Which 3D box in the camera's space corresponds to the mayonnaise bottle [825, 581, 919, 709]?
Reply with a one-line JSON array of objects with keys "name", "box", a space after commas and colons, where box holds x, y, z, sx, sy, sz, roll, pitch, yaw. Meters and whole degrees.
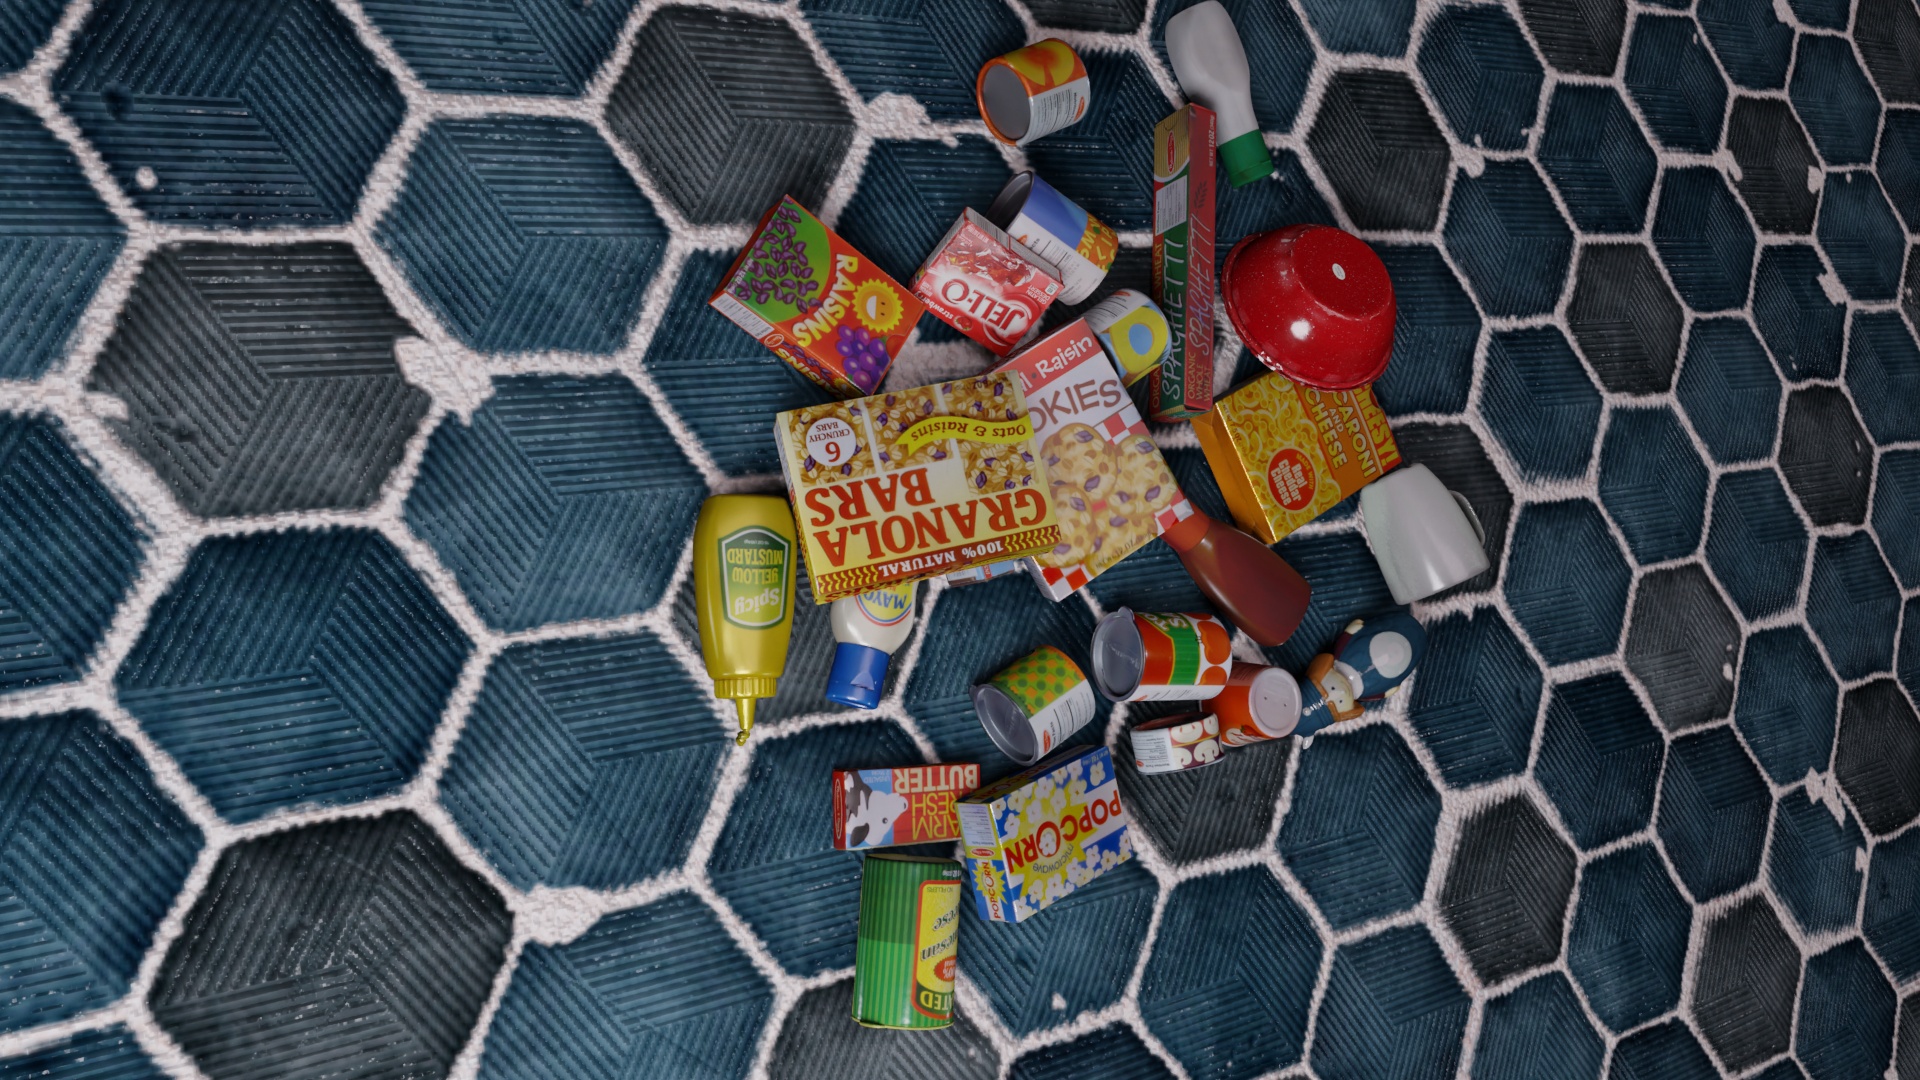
[{"name": "mayonnaise bottle", "box": [-0.056, 0.038, 0.939, 0.065, 0.041, 0.148, 18, 74, -20]}]

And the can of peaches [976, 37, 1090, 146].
[{"name": "can of peaches", "box": [0.052, -0.336, 1.039, 0.058, 0.071, 0.071, -30, 98, -28]}]

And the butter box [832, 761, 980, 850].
[{"name": "butter box", "box": [-0.036, 0.179, 0.941, 0.104, 0.024, 0.053, 1, 83, -28]}]

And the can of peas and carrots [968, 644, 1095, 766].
[{"name": "can of peas and carrots", "box": [0.050, 0.114, 0.976, 0.059, 0.071, 0.071, -32, 99, -29]}]

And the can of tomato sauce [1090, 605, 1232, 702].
[{"name": "can of tomato sauce", "box": [0.149, 0.084, 1.032, 0.083, 0.071, 0.071, 3, 82, -29]}]

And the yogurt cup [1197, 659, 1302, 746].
[{"name": "yogurt cup", "box": [0.227, 0.125, 1.076, 0.072, 0.054, 0.072, 5, 81, -29]}]

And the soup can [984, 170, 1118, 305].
[{"name": "soup can", "box": [0.065, -0.225, 1.030, 0.084, 0.071, 0.071, 29, 70, -23]}]

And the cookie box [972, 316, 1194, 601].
[{"name": "cookie box", "box": [0.074, -0.060, 1.007, 0.123, 0.040, 0.167, -32, 100, -9]}]

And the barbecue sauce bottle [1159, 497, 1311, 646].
[{"name": "barbecue sauce bottle", "box": [0.207, 0.017, 1.087, 0.148, 0.043, 0.065, 39, 68, -18]}]

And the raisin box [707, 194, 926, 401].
[{"name": "raisin box", "box": [-0.096, -0.162, 0.947, 0.123, 0.040, 0.086, 36, 67, -21]}]

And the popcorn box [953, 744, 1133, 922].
[{"name": "popcorn box", "box": [0.060, 0.201, 0.967, 0.127, 0.038, 0.085, -16, 95, -43]}]

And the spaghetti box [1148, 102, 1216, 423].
[{"name": "spaghetti box", "box": [0.175, -0.217, 1.098, 0.029, 0.050, 0.250, 7, 80, -27]}]

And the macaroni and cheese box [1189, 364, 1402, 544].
[{"name": "macaroni and cheese box", "box": [0.278, -0.085, 1.141, 0.167, 0.040, 0.123, -29, 97, -29]}]

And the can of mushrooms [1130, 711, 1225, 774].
[{"name": "can of mushrooms", "box": [0.163, 0.149, 1.031, 0.071, 0.071, 0.033, -11, 88, -29]}]

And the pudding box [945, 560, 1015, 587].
[{"name": "pudding box", "box": [0.003, -0.012, 0.975, 0.030, 0.049, 0.083, -18, 92, -31]}]

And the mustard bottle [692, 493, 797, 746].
[{"name": "mustard bottle", "box": [-0.137, 0.051, 0.889, 0.065, 0.048, 0.160, 1, 83, -25]}]

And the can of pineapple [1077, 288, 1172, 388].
[{"name": "can of pineapple", "box": [0.117, -0.146, 1.047, 0.058, 0.071, 0.071, -36, 101, -27]}]

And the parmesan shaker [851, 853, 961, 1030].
[{"name": "parmesan shaker", "box": [-0.035, 0.259, 0.904, 0.071, 0.071, 0.103, 9, 79, -28]}]

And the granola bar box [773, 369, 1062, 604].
[{"name": "granola bar box", "box": [-0.029, -0.037, 0.917, 0.166, 0.039, 0.124, -12, 81, -15]}]

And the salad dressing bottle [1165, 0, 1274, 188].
[{"name": "salad dressing bottle", "box": [0.216, -0.366, 1.145, 0.064, 0.044, 0.147, -26, 97, -31]}]
